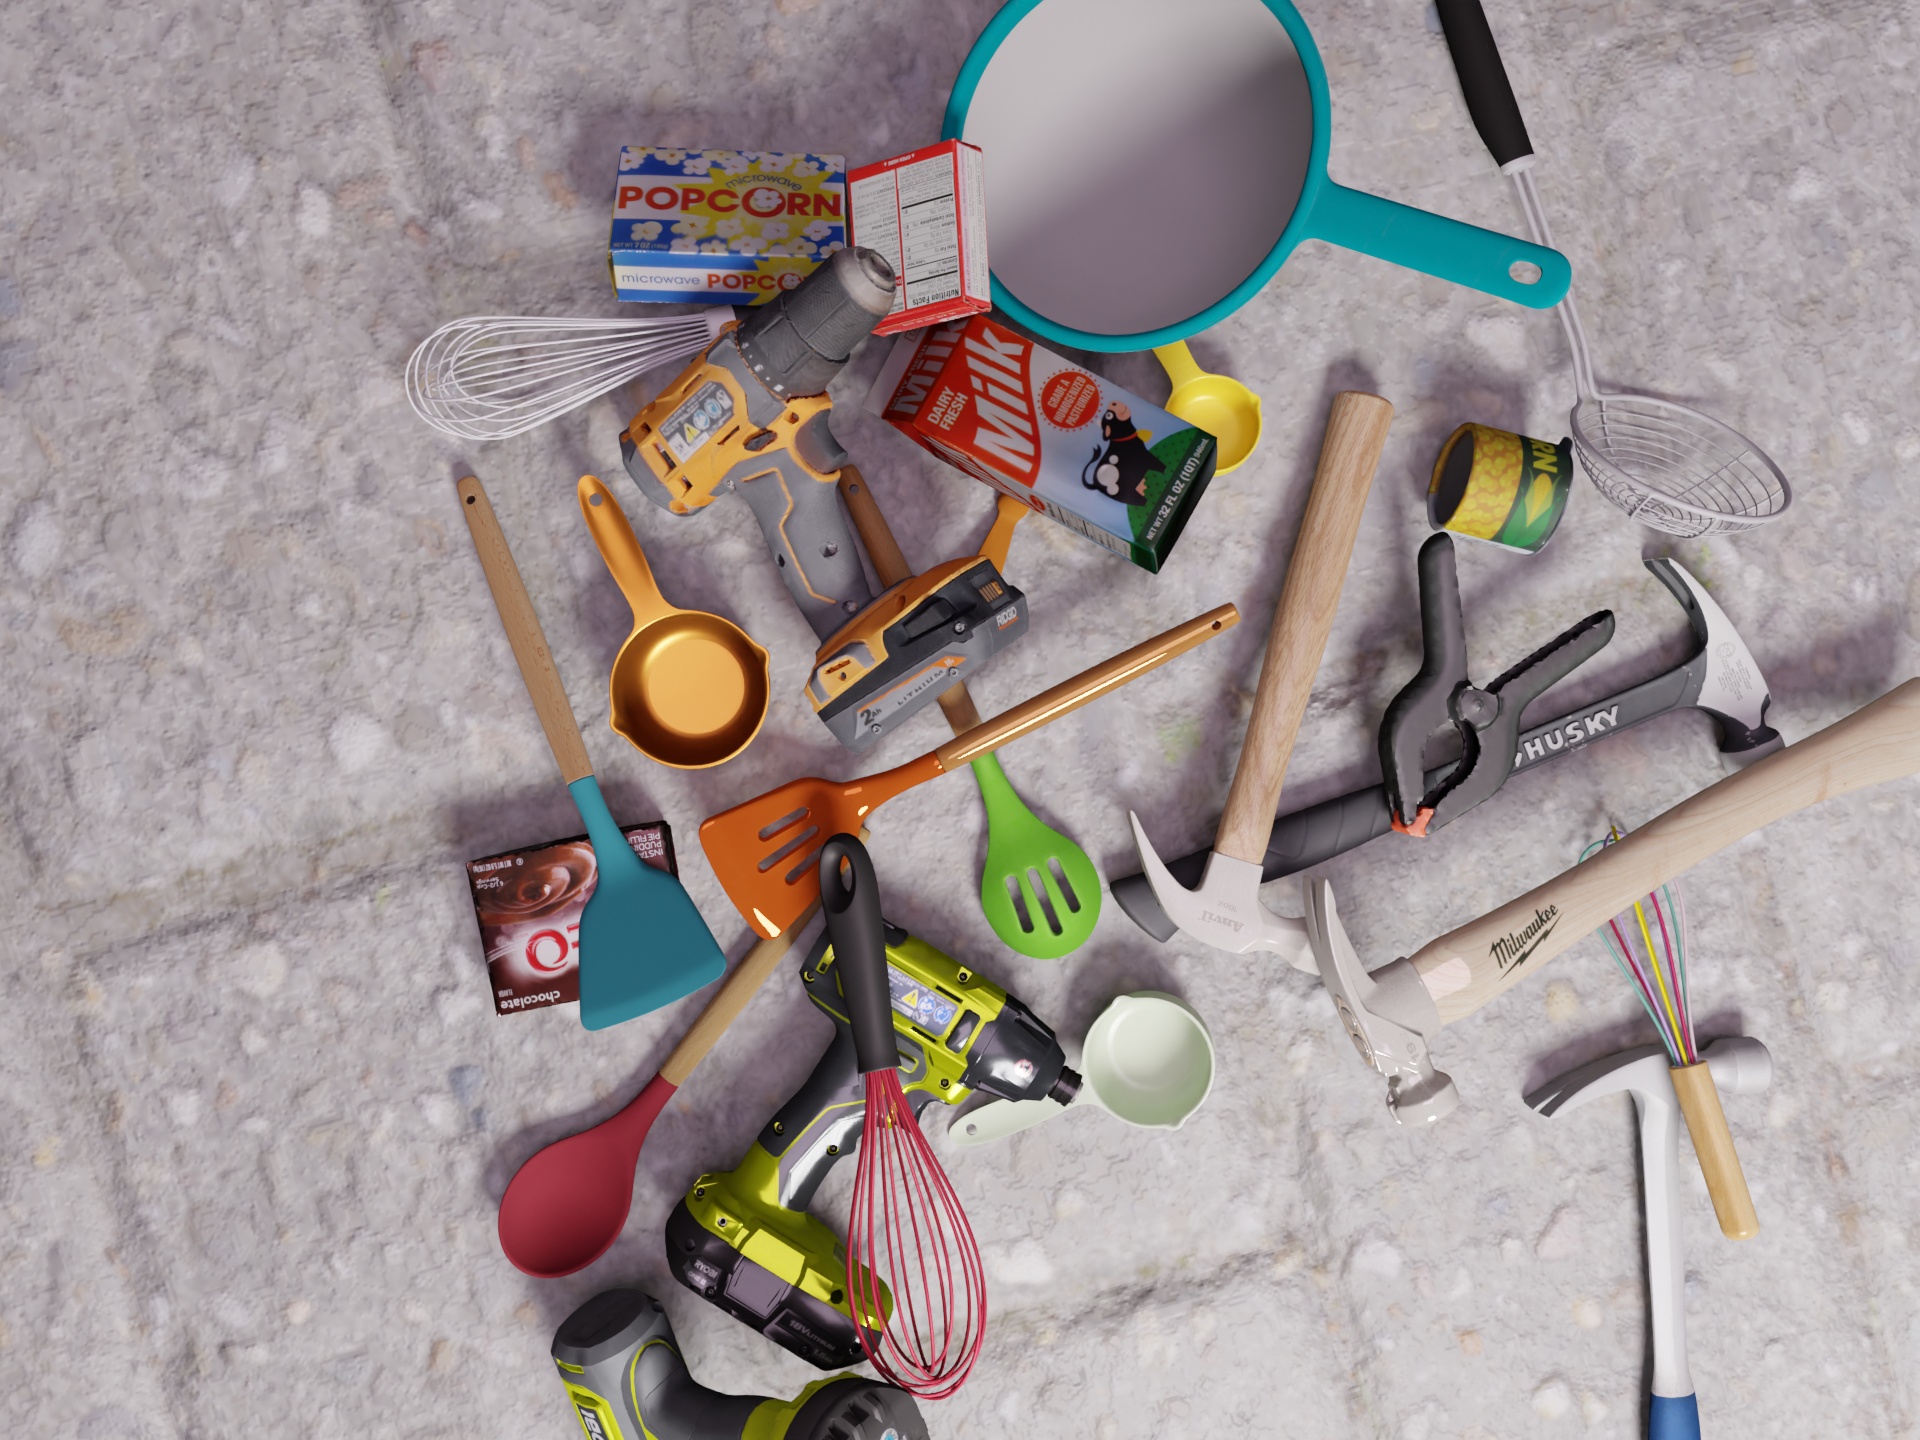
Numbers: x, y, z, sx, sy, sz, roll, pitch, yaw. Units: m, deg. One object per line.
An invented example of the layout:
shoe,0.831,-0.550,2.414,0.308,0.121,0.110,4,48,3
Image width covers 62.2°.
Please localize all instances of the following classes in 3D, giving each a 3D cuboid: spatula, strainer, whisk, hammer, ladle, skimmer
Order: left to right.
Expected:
spatula,-0.218,0.007,0.868,0.082,0.044,0.317,-23,83,0
whisk,-0.164,-0.211,0.885,0.284,0.070,0.070,-15,94,-9
ladle,-0.153,0.185,0.918,0.069,0.031,0.315,39,88,-8
whisk,-0.038,0.204,0.841,0.073,0.073,0.296,-10,78,-4
spatula,0.011,0.015,0.887,0.322,0.041,0.081,-27,107,4
strainer,0.157,-0.278,0.850,0.340,0.095,0.211,24,102,17
hammer,0.187,-0.031,0.913,0.130,0.031,0.331,16,84,3
hammer,0.282,0.034,0.941,0.409,0.036,0.149,-21,93,-3
skimmer,0.363,-0.272,0.904,0.127,0.090,0.363,-22,92,-36
hammer,0.388,0.068,0.899,0.410,0.038,0.146,-26,93,-11
hammer,0.428,0.399,0.972,0.144,0.035,0.405,-4,93,-5
whisk,0.417,0.181,0.931,0.051,0.047,0.245,-13,81,-6

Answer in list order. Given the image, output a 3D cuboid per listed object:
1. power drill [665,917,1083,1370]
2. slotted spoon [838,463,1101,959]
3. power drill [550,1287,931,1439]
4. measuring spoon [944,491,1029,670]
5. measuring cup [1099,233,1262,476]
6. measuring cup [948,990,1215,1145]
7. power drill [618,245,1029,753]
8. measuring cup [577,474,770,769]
power drill,-0.050,0.238,0.899,0.171,0.080,0.223,31,88,2
slotted spoon,-0.001,-0.003,0.921,0.070,0.031,0.314,-25,93,0
power drill,-0.112,0.414,0.854,0.080,0.228,0.190,-32,109,-45
measuring spoon,0.014,-0.082,0.913,0.021,0.011,0.117,24,79,-13
measuring cup,0.121,-0.212,0.925,0.062,0.029,0.156,-28,83,2
measuring cup,0.071,0.213,0.938,0.167,0.038,0.083,-24,88,14
power drill,-0.058,-0.119,0.846,0.185,0.084,0.226,-36,90,30
measuring cup,-0.168,-0.056,0.892,0.095,0.052,0.173,-26,93,-3
